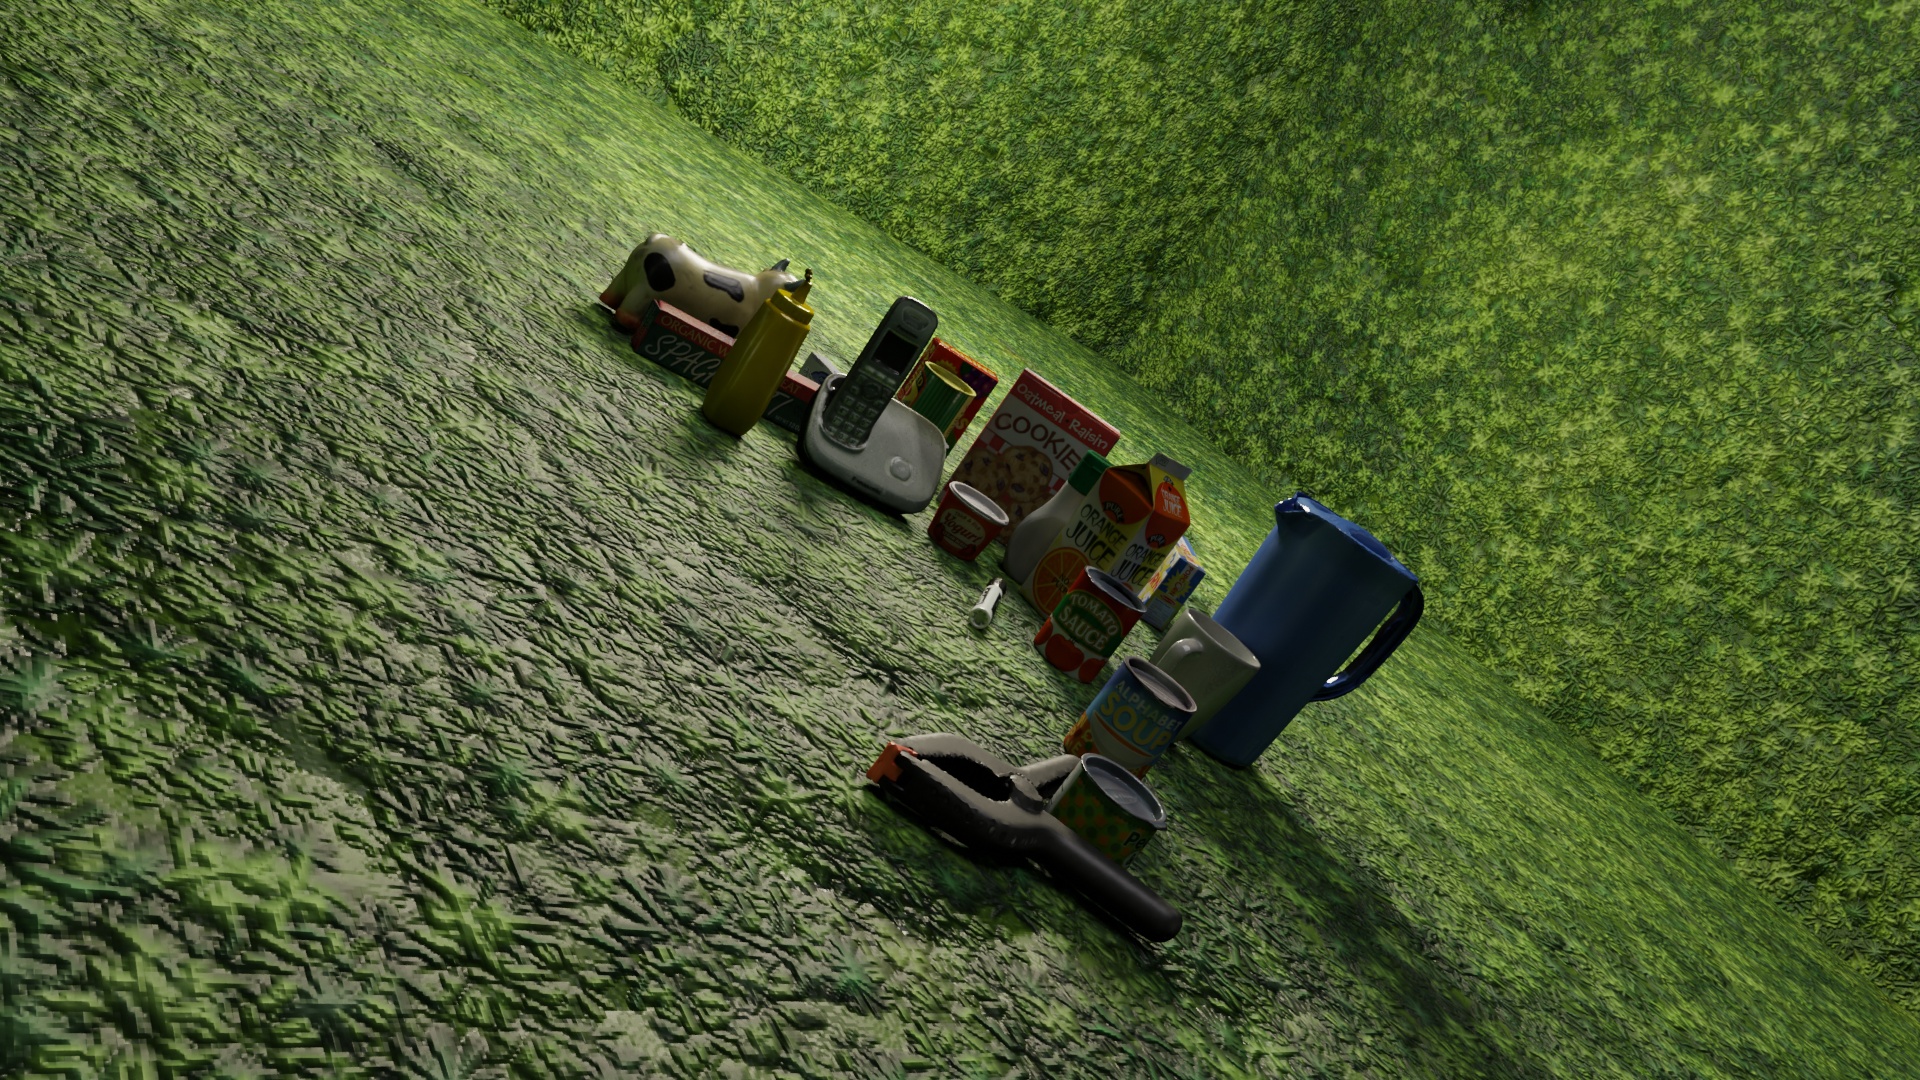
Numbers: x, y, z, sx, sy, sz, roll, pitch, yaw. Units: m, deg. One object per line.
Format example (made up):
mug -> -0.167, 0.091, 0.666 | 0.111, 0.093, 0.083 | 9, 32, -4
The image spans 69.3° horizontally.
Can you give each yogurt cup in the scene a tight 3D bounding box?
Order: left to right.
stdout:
yogurt cup -> 0.005, -0.017, 1.341 | 0.072, 0.054, 0.072 | 32, 14, -9

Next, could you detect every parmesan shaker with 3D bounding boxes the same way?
parmesan shaker -> -0.039, -0.136, 1.527 | 0.071, 0.103, 0.071 | 33, 14, -9

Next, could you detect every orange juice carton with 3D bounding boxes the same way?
orange juice carton -> 0.149, 0.001, 1.326 | 0.072, 0.192, 0.073 | 18, 21, -49

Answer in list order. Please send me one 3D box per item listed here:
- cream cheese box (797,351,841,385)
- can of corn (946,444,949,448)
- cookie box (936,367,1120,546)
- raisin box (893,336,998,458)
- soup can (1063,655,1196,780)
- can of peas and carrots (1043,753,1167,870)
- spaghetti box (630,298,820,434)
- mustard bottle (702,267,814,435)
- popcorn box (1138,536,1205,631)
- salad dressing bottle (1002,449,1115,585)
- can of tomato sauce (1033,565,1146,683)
cream cheese box -> -0.137, -0.148, 1.447 | 0.024, 0.053, 0.104 | 19, 21, -48
can of corn -> -0.057, -0.093, 1.441 | 0.071, 0.058, 0.071 | 32, 14, -9
cookie box -> 0.072, -0.079, 1.463 | 0.123, 0.167, 0.040 | 34, 14, -3
raisin box -> -0.026, -0.158, 1.586 | 0.086, 0.123, 0.040 | 30, 15, -18
soup can -> 0.127, 0.140, 1.050 | 0.071, 0.083, 0.071 | 33, 14, -9
can of peas and carrots -> 0.090, 0.181, 0.887 | 0.071, 0.058, 0.071 | 32, 14, -9
spaghetti box -> -0.195, -0.151, 1.336 | 0.250, 0.050, 0.029 | 26, 16, -30
mustard bottle -> -0.171, -0.170, 1.230 | 0.049, 0.160, 0.065 | 27, 16, -28
popcorn box -> 0.234, 0.042, 1.601 | 0.038, 0.085, 0.127 | 32, 14, -10
salad dressing bottle -> 0.100, -0.020, 1.377 | 0.064, 0.147, 0.044 | 35, 14, 1
can of tomato sauce -> 0.114, 0.075, 1.231 | 0.071, 0.083, 0.071 | 33, 14, -9
